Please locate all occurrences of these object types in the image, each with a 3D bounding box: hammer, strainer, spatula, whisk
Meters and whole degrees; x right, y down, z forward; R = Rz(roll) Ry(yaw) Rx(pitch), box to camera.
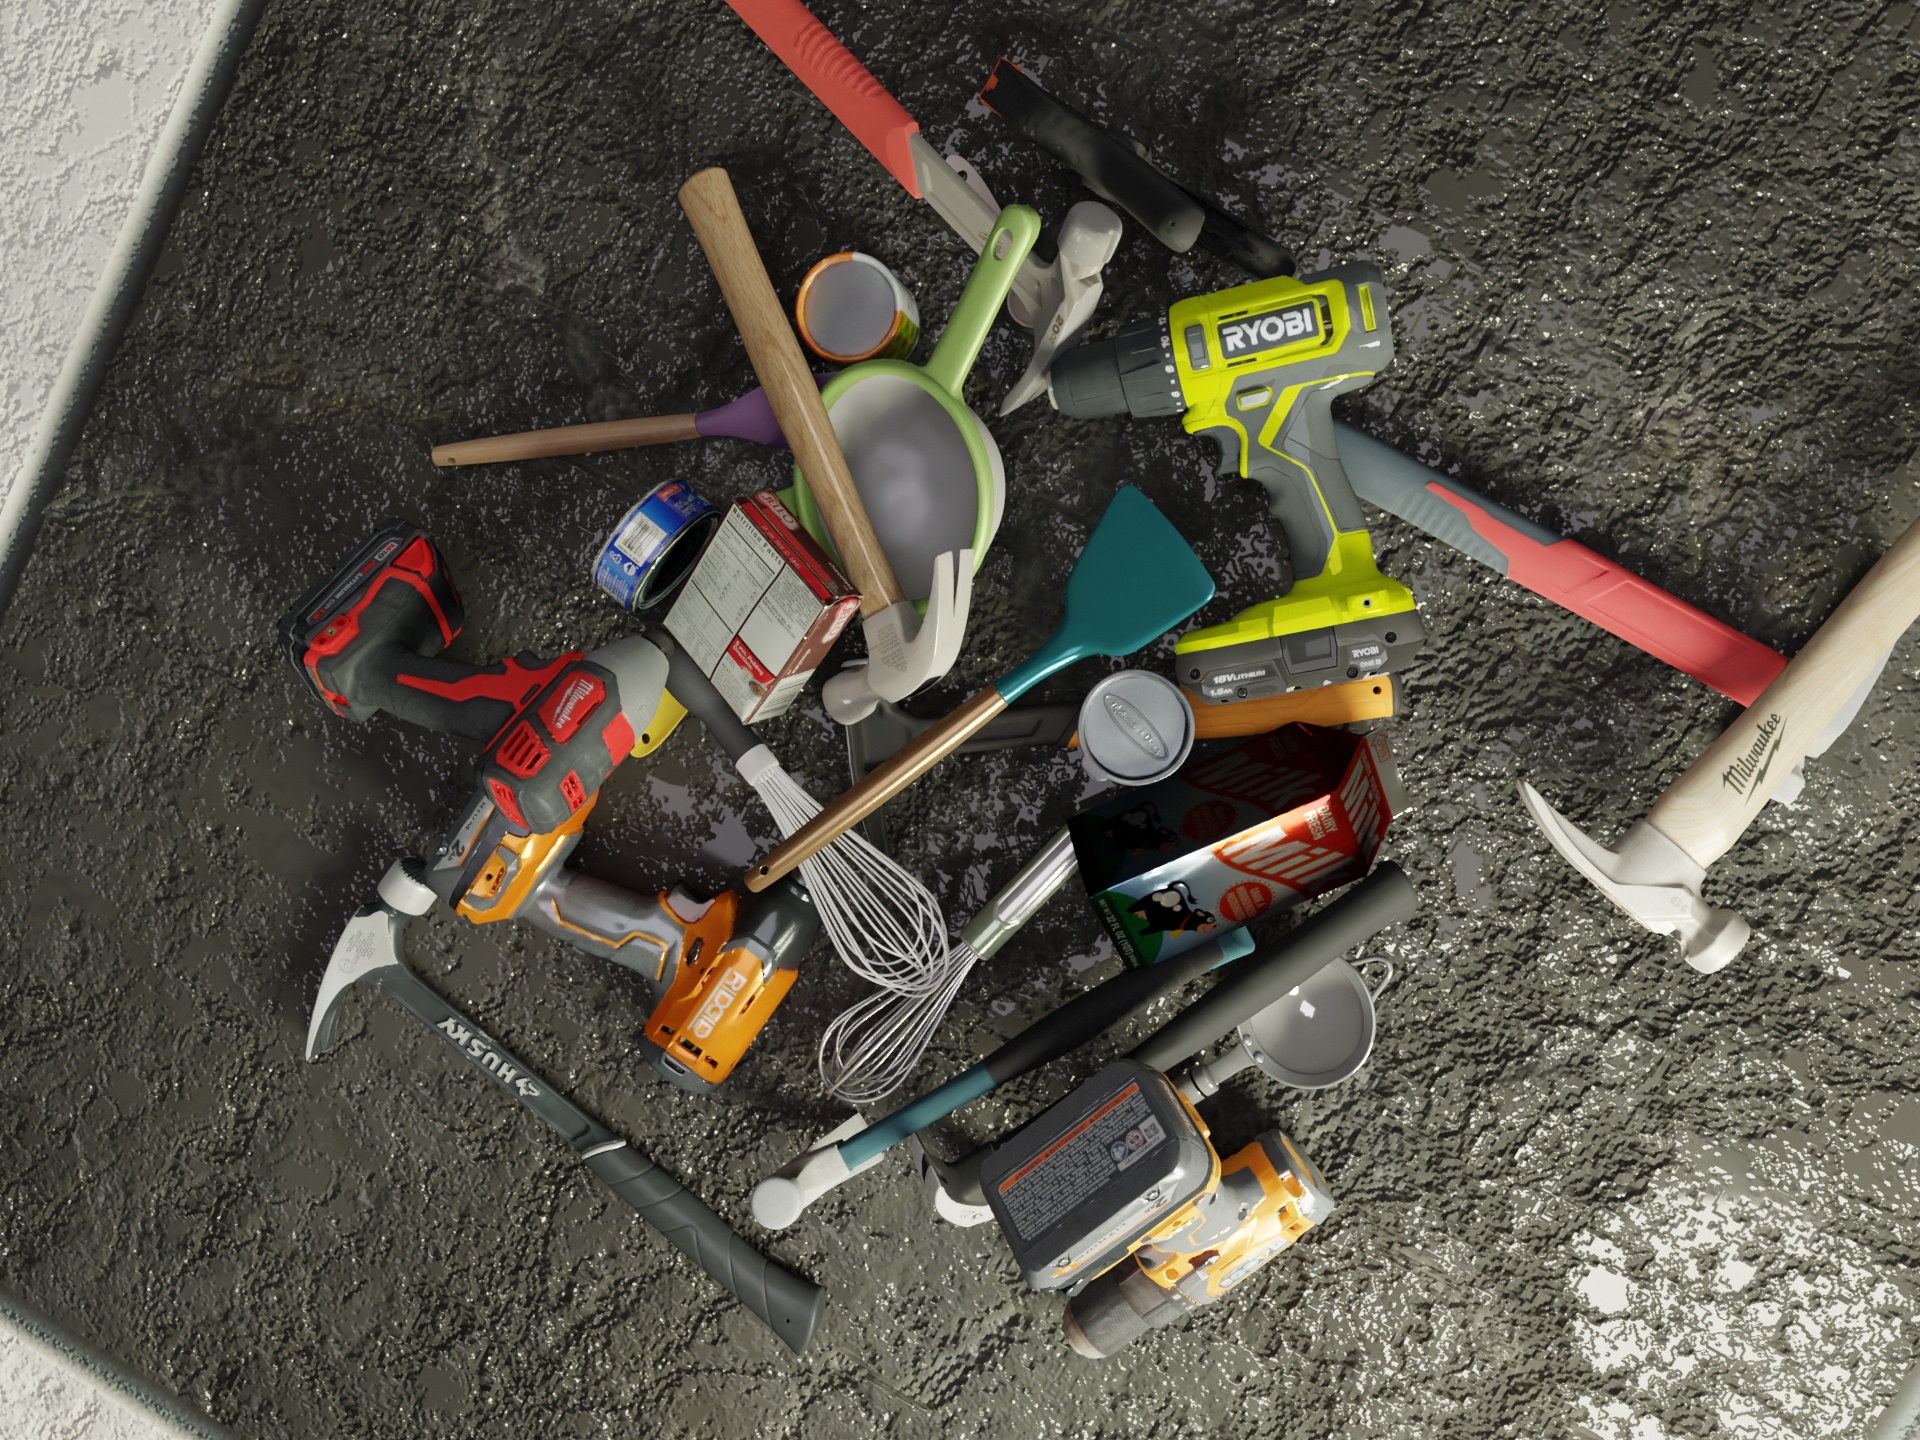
[{"bbox_3d":[-0.253,0.272,1.041,0.409,0.036,0.149,39,100,4],"label":"hammer"},{"bbox_3d":[-0.087,-0.169,0.930,0.130,0.031,0.331,-26,86,41],"label":"hammer"},{"bbox_3d":[-0.003,-0.181,0.926,0.152,0.069,0.256,43,124,22],"label":"strainer"},{"bbox_3d":[0.030,0.206,0.961,0.331,0.128,0.033,-30,82,0],"label":"hammer"},{"bbox_3d":[-0.001,-0.003,0.900,0.317,0.044,0.082,-38,74,6],"label":"spatula"},{"bbox_3d":[0.341,-0.109,0.922,0.386,0.038,0.143,30,96,6],"label":"hammer"},{"bbox_3d":[-0.104,0.052,0.965,0.070,0.070,0.285,-42,77,9],"label":"whisk"},{"bbox_3d":[0.002,0.145,0.987,0.058,0.059,0.246,44,94,2],"label":"whisk"},{"bbox_3d":[0.155,0.214,0.971,0.258,0.050,0.087,-36,71,15],"label":"strainer"},{"bbox_3d":[0.489,-0.061,0.867,0.146,0.038,0.410,41,95,6],"label":"hammer"},{"bbox_3d":[0.097,0.007,0.969,0.337,0.034,0.127,-7,92,9],"label":"hammer"},{"bbox_3d":[-0.188,-0.182,1.002,0.316,0.059,0.018,-4,48,12],"label":"spatula"},{"bbox_3d":[-0.052,-0.351,0.948,0.037,0.149,0.359,-33,75,-33],"label":"hammer"},{"bbox_3d":[0.118,0.187,0.916,0.335,0.146,0.035,-37,58,9],"label":"hammer"}]

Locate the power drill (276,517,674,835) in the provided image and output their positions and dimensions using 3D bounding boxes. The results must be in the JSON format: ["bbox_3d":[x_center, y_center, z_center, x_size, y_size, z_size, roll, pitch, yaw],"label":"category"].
[{"bbox_3d":[-0.286,-0.032,0.961,0.220,0.078,0.143,25,60,21],"label":"power drill"}]

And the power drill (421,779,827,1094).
[{"bbox_3d":[-0.201,0.107,1.001,0.226,0.084,0.164,36,96,1],"label":"power drill"}]

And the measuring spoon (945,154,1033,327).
[{"bbox_3d":[0.025,-0.293,0.973,0.034,0.018,0.124,-31,82,11],"label":"measuring spoon"}]

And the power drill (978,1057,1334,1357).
[{"bbox_3d":[0.099,0.290,0.907,0.185,0.226,0.084,-40,50,10],"label":"power drill"}]

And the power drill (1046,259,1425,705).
[{"bbox_3d":[0.158,-0.128,0.894,0.190,0.080,0.228,-11,91,15],"label":"power drill"}]

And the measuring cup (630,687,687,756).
[{"bbox_3d":[-0.160,-0.034,1.016,0.062,0.029,0.156,46,111,8],"label":"measuring cup"}]
